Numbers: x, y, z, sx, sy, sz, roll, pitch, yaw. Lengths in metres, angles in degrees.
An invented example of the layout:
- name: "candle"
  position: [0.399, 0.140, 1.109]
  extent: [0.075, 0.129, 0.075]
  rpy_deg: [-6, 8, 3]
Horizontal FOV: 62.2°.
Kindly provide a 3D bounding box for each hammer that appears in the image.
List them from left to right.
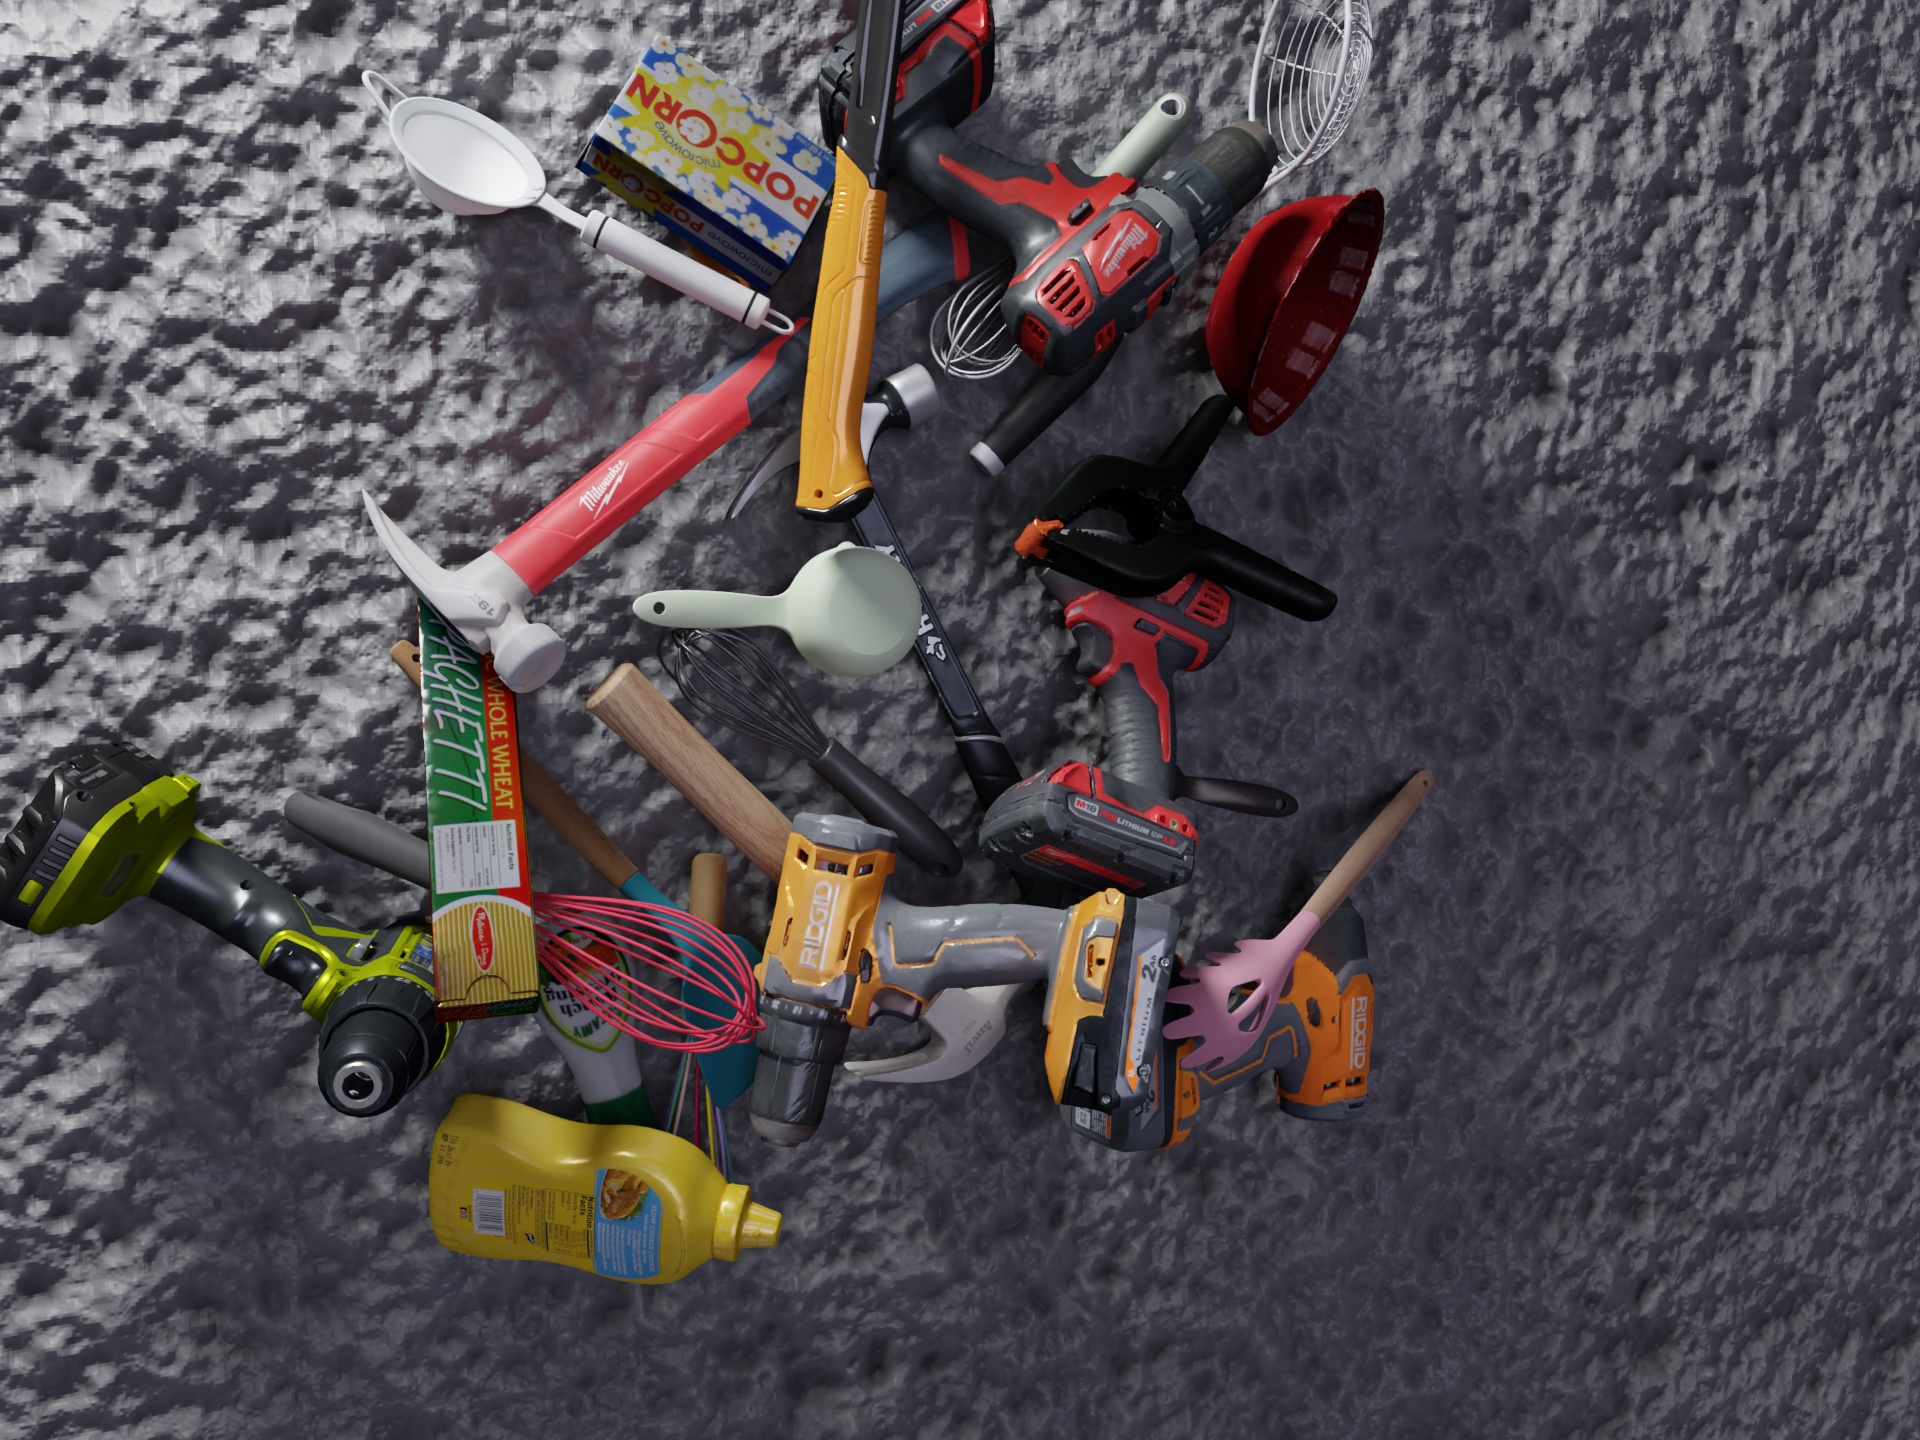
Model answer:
- name: "hammer"
  position: [-0.149, -0.187, 0.909]
  extent: [0.143, 0.038, 0.386]
  rpy_deg: [43, 72, 14]
- name: "hammer"
  position: [-0.093, 0.094, 0.944]
  extent: [0.331, 0.031, 0.130]
  rpy_deg: [46, 73, -19]
- name: "hammer"
  position: [-0.063, -0.277, 0.861]
  extent: [0.127, 0.034, 0.337]
  rpy_deg: [9, 99, 16]
- name: "hammer"
  position: [-0.002, -0.003, 0.984]
  extent: [0.149, 0.036, 0.408]
  rpy_deg: [-29, 102, -13]

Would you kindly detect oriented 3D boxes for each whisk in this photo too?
- name: "whisk"
  position: [-0.235, 0.101, 0.852]
  extent: [0.296, 0.073, 0.073]
  rpy_deg: [23, 86, 9]
- name: "whisk"
  position: [-0.153, 0.202, 0.945]
  extent: [0.051, 0.047, 0.245]
  rpy_deg: [4, 90, -17]
- name: "whisk"
  position: [-0.085, 0.021, 0.954]
  extent: [0.238, 0.055, 0.055]
  rpy_deg: [42, 81, -21]
- name: "whisk"
  position: [0.066, -0.301, 0.981]
  extent: [0.058, 0.059, 0.246]
  rpy_deg: [36, 76, 13]

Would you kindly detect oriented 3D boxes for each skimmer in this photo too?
- name: "skimmer"
  position: [0.119, -0.307, 0.975]
  extent: [0.363, 0.127, 0.090]
  rpy_deg: [-46, 111, 0]

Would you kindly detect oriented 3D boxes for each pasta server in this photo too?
- name: "pasta server"
  position: [0.226, 0.113, 1.005]
  extent: [0.316, 0.040, 0.060]
  rpy_deg: [-38, 100, -42]

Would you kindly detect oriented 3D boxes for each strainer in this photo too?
- name: "strainer"
  position: [-0.210, -0.273, 0.877]
  extent: [0.258, 0.087, 0.050]
  rpy_deg: [25, 130, -11]

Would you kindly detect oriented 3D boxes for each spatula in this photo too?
- name: "spatula"
  position: [-0.211, 0.077, 0.900]
  extent: [0.317, 0.044, 0.082]
  rpy_deg: [46, 49, -1]

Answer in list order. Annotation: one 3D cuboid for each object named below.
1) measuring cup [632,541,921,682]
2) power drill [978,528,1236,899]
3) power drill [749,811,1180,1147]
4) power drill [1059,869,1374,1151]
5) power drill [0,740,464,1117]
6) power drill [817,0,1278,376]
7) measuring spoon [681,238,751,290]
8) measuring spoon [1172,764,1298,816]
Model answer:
- name: "measuring cup"
  position: [-0.098, -0.062, 0.896]
  extent: [0.167, 0.038, 0.083]
  rpy_deg: [-1, 92, -28]
- name: "power drill"
  position: [0.087, -0.012, 0.961]
  extent: [0.143, 0.078, 0.220]
  rpy_deg: [23, 63, -22]
- name: "power drill"
  position: [-0.005, 0.161, 0.889]
  extent: [0.226, 0.084, 0.185]
  rpy_deg: [12, 84, 4]
- name: "power drill"
  position: [0.175, 0.182, 1.016]
  extent: [0.226, 0.084, 0.164]
  rpy_deg: [0, 94, -33]
- name: "power drill"
  position: [-0.355, 0.110, 0.796]
  extent: [0.228, 0.191, 0.080]
  rpy_deg: [34, 91, -13]
- name: "power drill"
  position: [0.050, -0.326, 0.908]
  extent: [0.188, 0.080, 0.227]
  rpy_deg: [-43, 80, -10]
- name: "measuring spoon"
  position: [-0.160, -0.290, 0.926]
  extent: [0.021, 0.011, 0.116]
  rpy_deg: [-42, 109, -15]
- name: "measuring spoon"
  position: [0.173, 0.048, 1.053]
  extent: [0.124, 0.018, 0.034]
  rpy_deg: [11, 90, -19]
